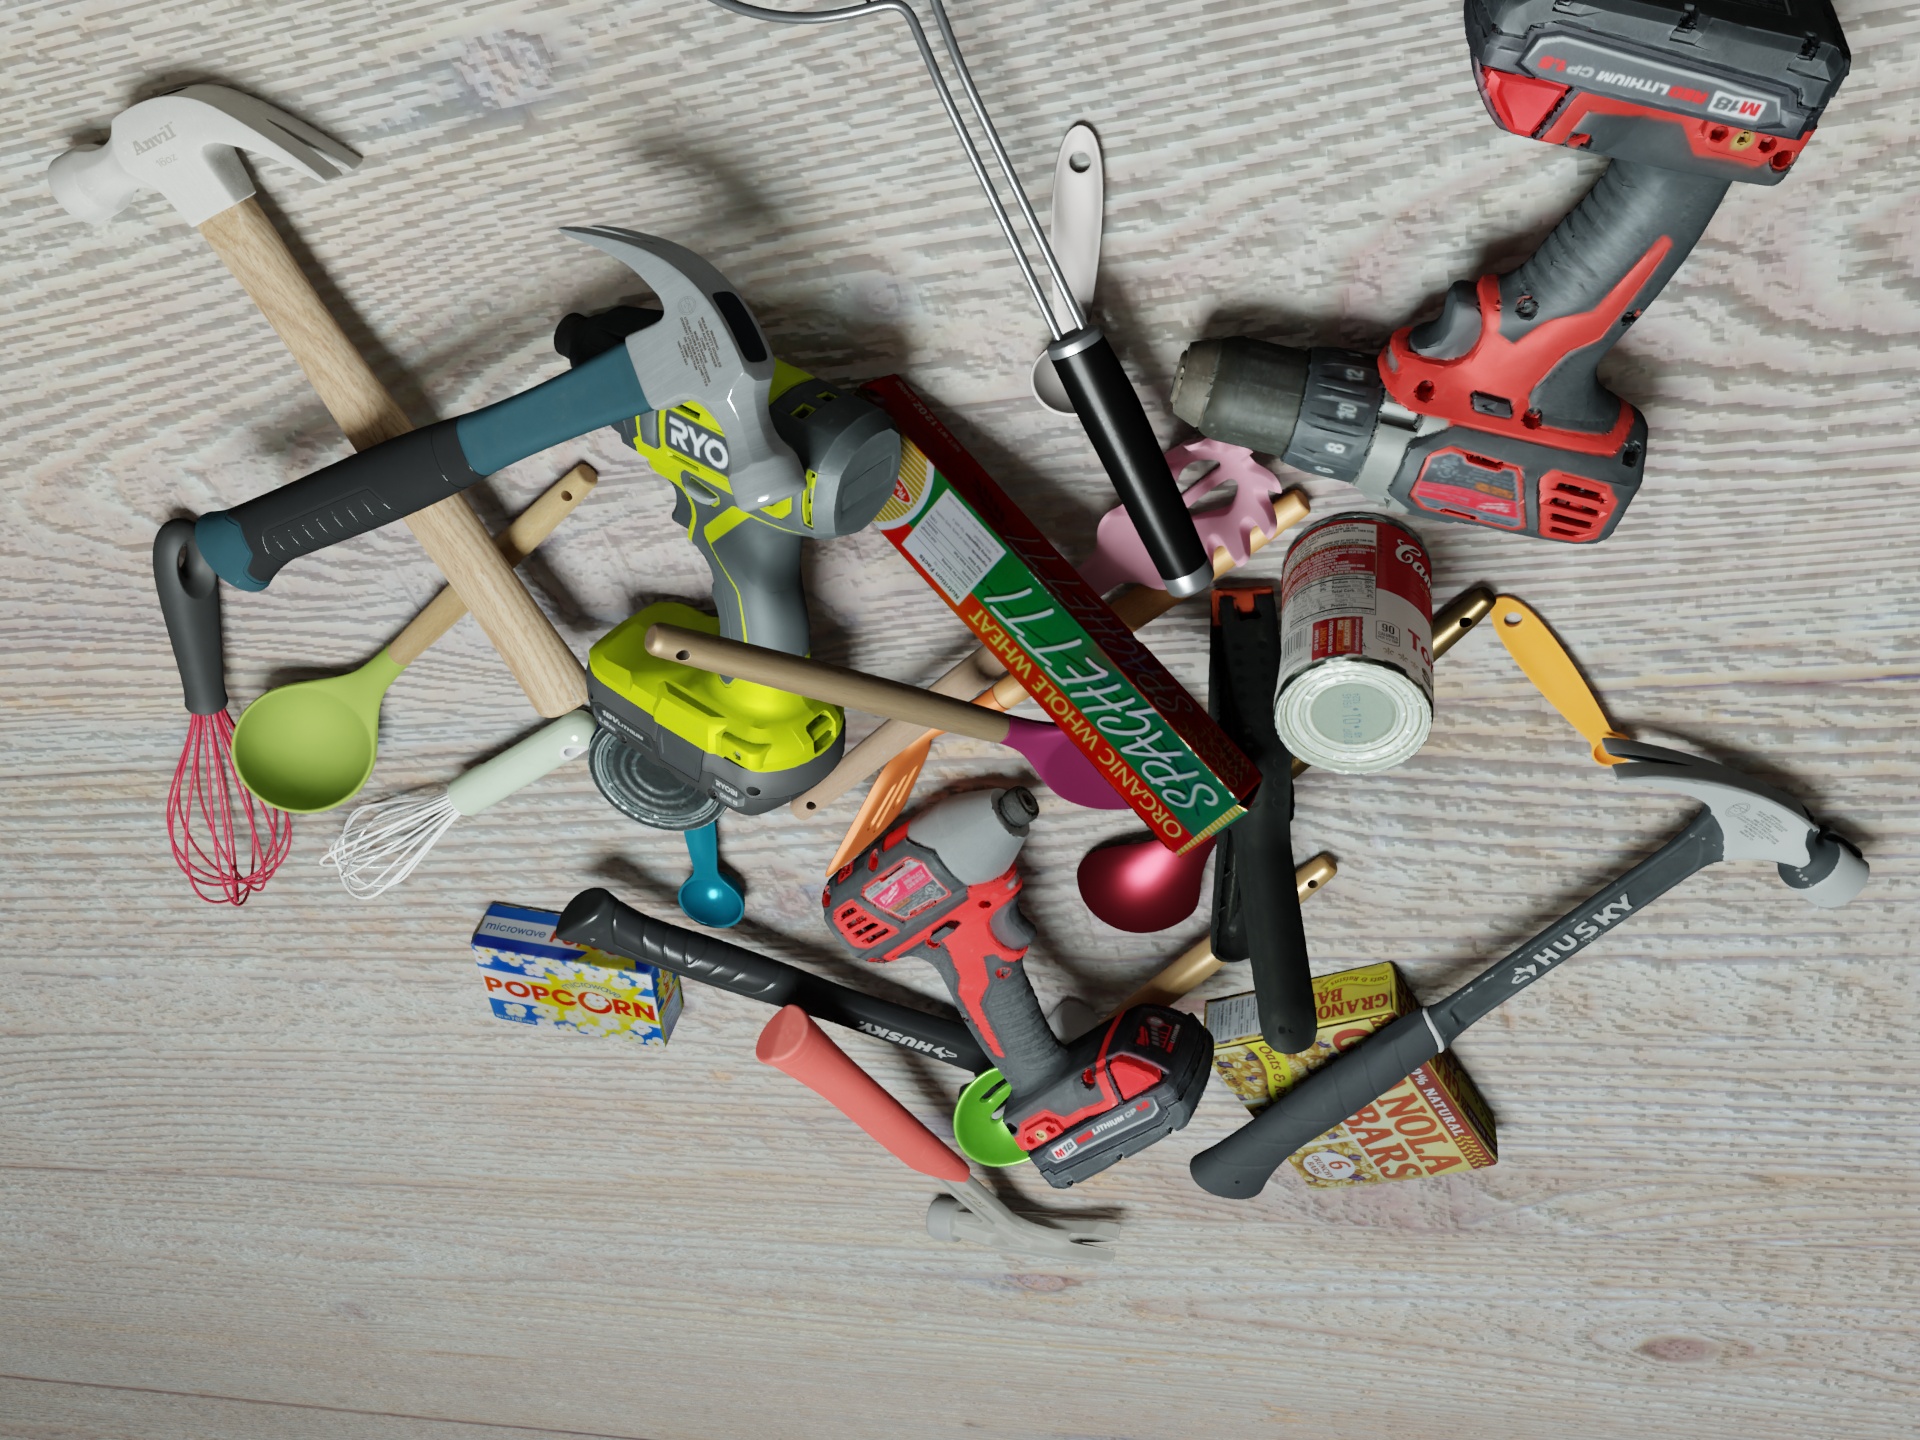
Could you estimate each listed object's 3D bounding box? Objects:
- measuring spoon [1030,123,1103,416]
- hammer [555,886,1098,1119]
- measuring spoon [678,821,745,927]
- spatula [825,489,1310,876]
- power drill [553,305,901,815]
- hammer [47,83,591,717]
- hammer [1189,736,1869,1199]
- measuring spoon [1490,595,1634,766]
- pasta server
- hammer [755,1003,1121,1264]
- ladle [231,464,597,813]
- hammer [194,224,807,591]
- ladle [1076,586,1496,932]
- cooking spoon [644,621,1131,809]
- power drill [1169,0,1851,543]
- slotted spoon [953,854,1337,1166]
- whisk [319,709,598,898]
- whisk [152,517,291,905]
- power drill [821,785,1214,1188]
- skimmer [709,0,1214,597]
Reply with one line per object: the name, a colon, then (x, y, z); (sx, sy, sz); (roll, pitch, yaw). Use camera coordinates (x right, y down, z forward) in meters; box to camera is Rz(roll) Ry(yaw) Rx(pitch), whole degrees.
measuring spoon: (0.048, -0.185, 0.657); (0.034, 0.018, 0.124); (7, 128, 9)
hammer: (-0.092, 0.178, 1.007); (0.334, 0.035, 0.146); (21, 136, -15)
measuring spoon: (-0.153, 0.072, 0.961); (0.042, 0.021, 0.128); (5, 125, 9)
spatula: (0.044, -0.016, 0.795); (0.322, 0.081, 0.041); (-33, 93, 32)
power drill: (-0.118, -0.077, 0.746); (0.171, 0.080, 0.223); (29, 136, 20)
hammer: (-0.272, -0.137, 0.752); (0.130, 0.031, 0.331); (-16, 121, 24)
hammer: (0.268, 0.157, 0.864); (0.149, 0.036, 0.408); (30, 125, -19)
measuring spoon: (0.284, -0.020, 0.754); (0.021, 0.011, 0.116); (-31, 116, 31)
pasta server: (0.022, -0.033, 0.762); (0.316, 0.040, 0.060); (-37, 105, 29)
hammer: (-0.021, 0.284, 1.057); (0.149, 0.037, 0.358); (-2, 144, 28)
ladle: (-0.296, -0.041, 0.860); (0.320, 0.062, 0.078); (-33, 114, 34)
hammer: (-0.221, -0.115, 0.694); (0.331, 0.033, 0.128); (-14, 99, 30)
ladle: (0.160, 0.031, 0.825); (0.069, 0.031, 0.315); (33, 131, -11)
cooking spoon: (-0.001, -0.002, 0.745); (0.318, 0.017, 0.068); (14, 131, -35)
power drill: (0.189, -0.171, 0.587); (0.188, 0.080, 0.226); (14, 138, 2)
slotted spoon: (0.106, 0.173, 0.943); (0.070, 0.031, 0.313); (38, 120, -14)
whisk: (-0.304, 0.048, 0.959); (0.246, 0.059, 0.057); (-26, 159, 30)
whisk: (-0.445, 0.003, 0.944); (0.073, 0.073, 0.295); (15, 130, 1)
power drill: (0.037, 0.141, 0.895); (0.143, 0.078, 0.219); (-37, 95, 28)
skimmer: (0.011, -0.182, 0.589); (0.127, 0.090, 0.363); (-17, 119, 26)
